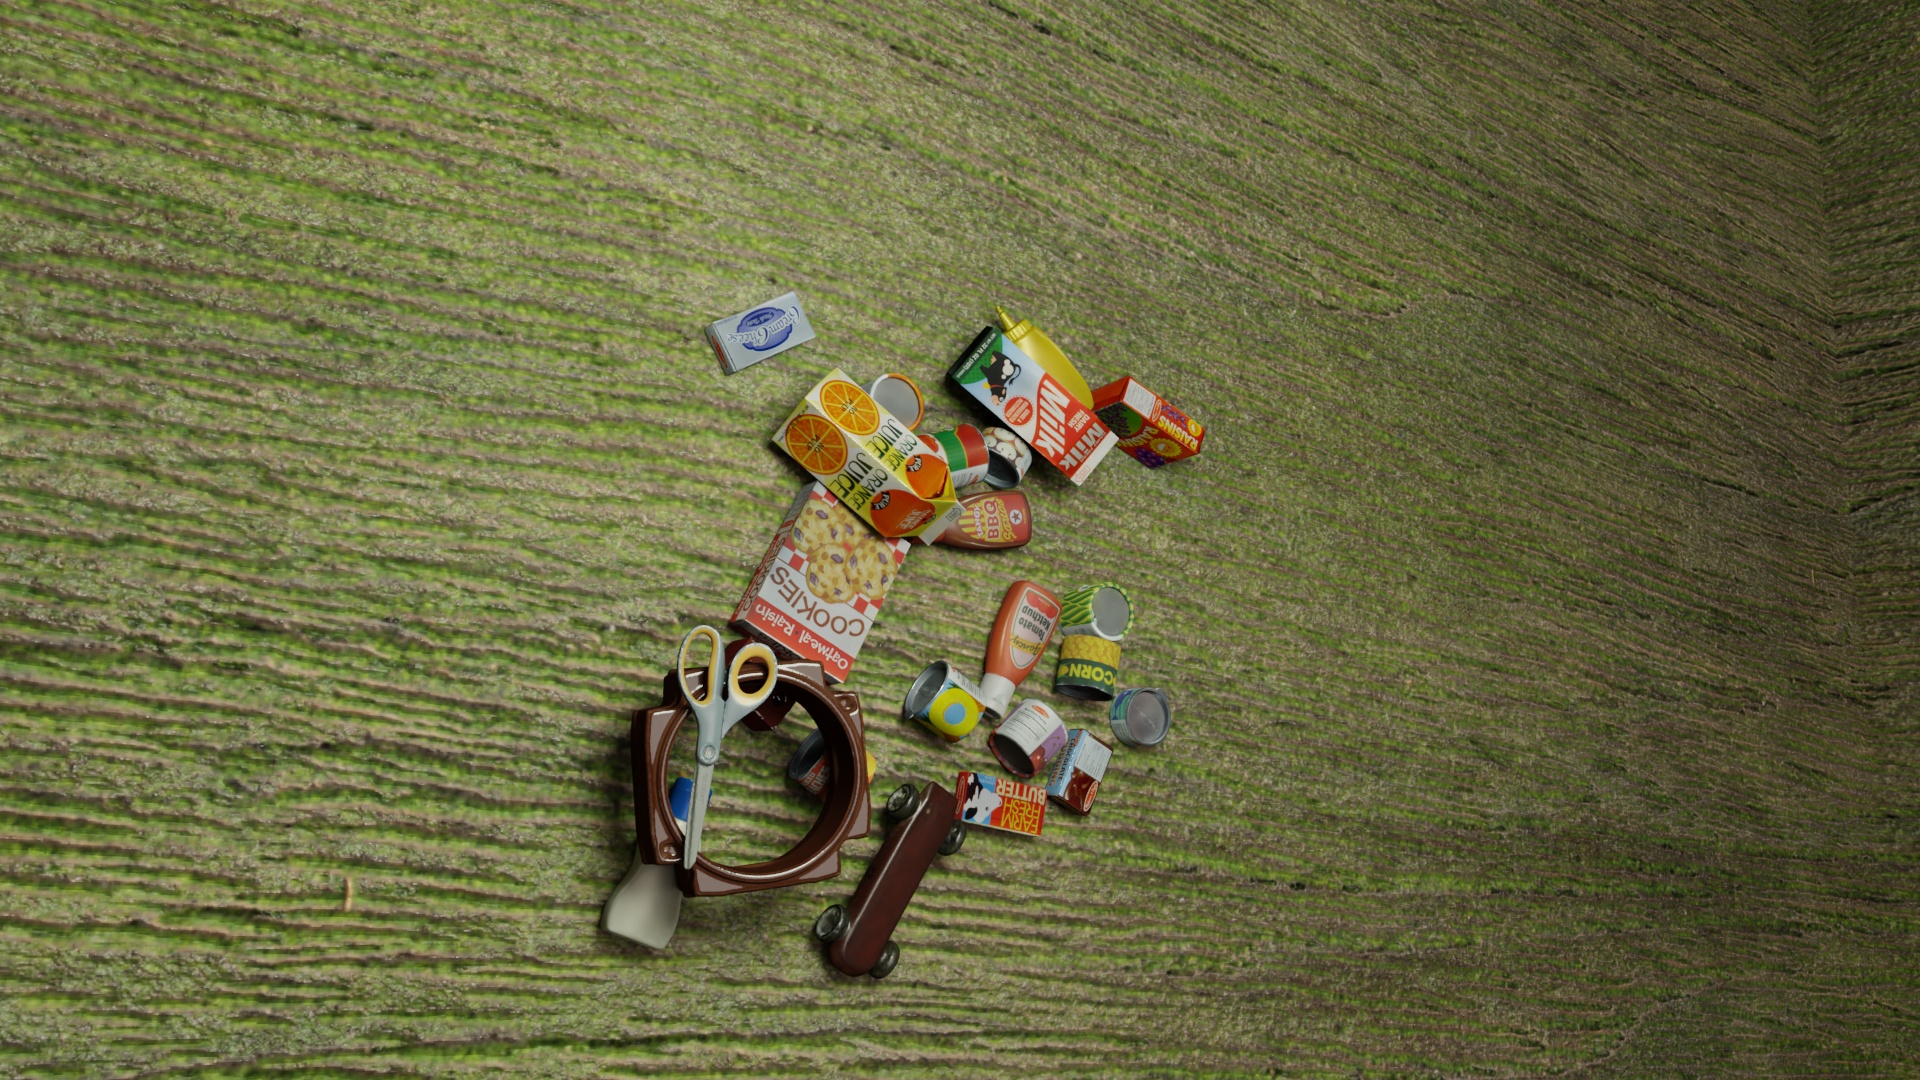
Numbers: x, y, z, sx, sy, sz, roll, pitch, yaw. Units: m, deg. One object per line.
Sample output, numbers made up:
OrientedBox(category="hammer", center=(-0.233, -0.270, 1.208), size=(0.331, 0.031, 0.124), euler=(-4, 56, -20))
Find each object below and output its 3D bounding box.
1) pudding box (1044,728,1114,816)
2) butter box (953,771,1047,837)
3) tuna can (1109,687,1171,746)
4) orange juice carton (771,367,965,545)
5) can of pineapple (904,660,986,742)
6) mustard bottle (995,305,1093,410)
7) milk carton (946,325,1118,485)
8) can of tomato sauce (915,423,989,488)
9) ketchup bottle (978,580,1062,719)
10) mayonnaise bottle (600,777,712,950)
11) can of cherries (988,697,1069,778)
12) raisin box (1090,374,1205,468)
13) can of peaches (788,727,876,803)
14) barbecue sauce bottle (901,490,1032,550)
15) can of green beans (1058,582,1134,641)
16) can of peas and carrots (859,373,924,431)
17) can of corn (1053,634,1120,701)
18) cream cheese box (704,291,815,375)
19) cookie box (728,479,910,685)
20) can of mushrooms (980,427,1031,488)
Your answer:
OrientedBox(category="pudding box", center=(0.130, 0.255, 1.529), size=(0.049, 0.030, 0.084), euler=(36, 64, -24))
OrientedBox(category="butter box", center=(0.042, 0.280, 1.471), size=(0.103, 0.024, 0.053), euler=(18, 72, -29))
OrientedBox(category="tuna can", center=(0.206, 0.199, 1.586), size=(0.071, 0.032, 0.071), euler=(6, 78, -32))
OrientedBox(category="orange juice carton", center=(-0.085, -0.075, 1.393), size=(0.192, 0.071, 0.073), euler=(41, 39, -5))
OrientedBox(category="can of pineapple", center=(-0.016, 0.168, 1.431), size=(0.058, 0.071, 0.071), euler=(40, 63, -21))
OrientedBox(category="mustard bottle", center=(0.086, -0.201, 1.575), size=(0.065, 0.048, 0.160), euler=(-41, 103, -26))
OrientedBox(category="milk carton", center=(0.081, -0.146, 1.515), size=(0.190, 0.073, 0.072), euler=(39, 94, -10))
OrientedBox(category="can of tomato sauce", center=(-0.023, -0.086, 1.474), size=(0.083, 0.071, 0.071), euler=(-16, 90, -33))
OrientedBox(category="ketchup bottle", center=(0.056, 0.120, 1.499), size=(0.064, 0.043, 0.149), euler=(36, 65, -23))
OrientedBox(category="mayonnaise bottle", center=(-0.269, 0.290, 1.260), size=(0.065, 0.041, 0.148), euler=(29, 66, -21))
OrientedBox(category="can of cherries", center=(0.073, 0.213, 1.480), size=(0.059, 0.071, 0.071), euler=(-42, 104, -31))
OrientedBox(category="raisin box", center=(0.211, -0.136, 1.621), size=(0.123, 0.086, 0.040), euler=(31, 65, -25))
OrientedBox(category="can of peaches", center=(-0.124, 0.221, 1.349), size=(0.058, 0.071, 0.071), euler=(43, 62, -20))
OrientedBox(category="barbecue sauce bottle", center=(0.005, -0.019, 1.492), size=(0.149, 0.043, 0.065), euler=(-5, 86, -33))
OrientedBox(category="can of green beans", center=(0.152, 0.082, 1.559), size=(0.071, 0.057, 0.071), euler=(7, 78, -32))
OrientedBox(category="can of peas and carrots", center=(-0.078, -0.136, 1.452), size=(0.071, 0.058, 0.071), euler=(6, 78, -32))
OrientedBox(category="can of corn", center=(0.141, 0.140, 1.533), size=(0.071, 0.071, 0.058), euler=(22, 69, -28))
OrientedBox(category="cream cheese box", center=(-0.202, -0.210, 1.406), size=(0.104, 0.024, 0.053), euler=(-30, 98, -33))
OrientedBox(category="cookie box", center=(-0.139, 0.043, 1.391), size=(0.123, 0.040, 0.168), euler=(36, 63, -22))
OrientedBox(category="can of mushrooms", center=(0.041, -0.092, 1.516), size=(0.071, 0.071, 0.033), euler=(43, 62, -19))
